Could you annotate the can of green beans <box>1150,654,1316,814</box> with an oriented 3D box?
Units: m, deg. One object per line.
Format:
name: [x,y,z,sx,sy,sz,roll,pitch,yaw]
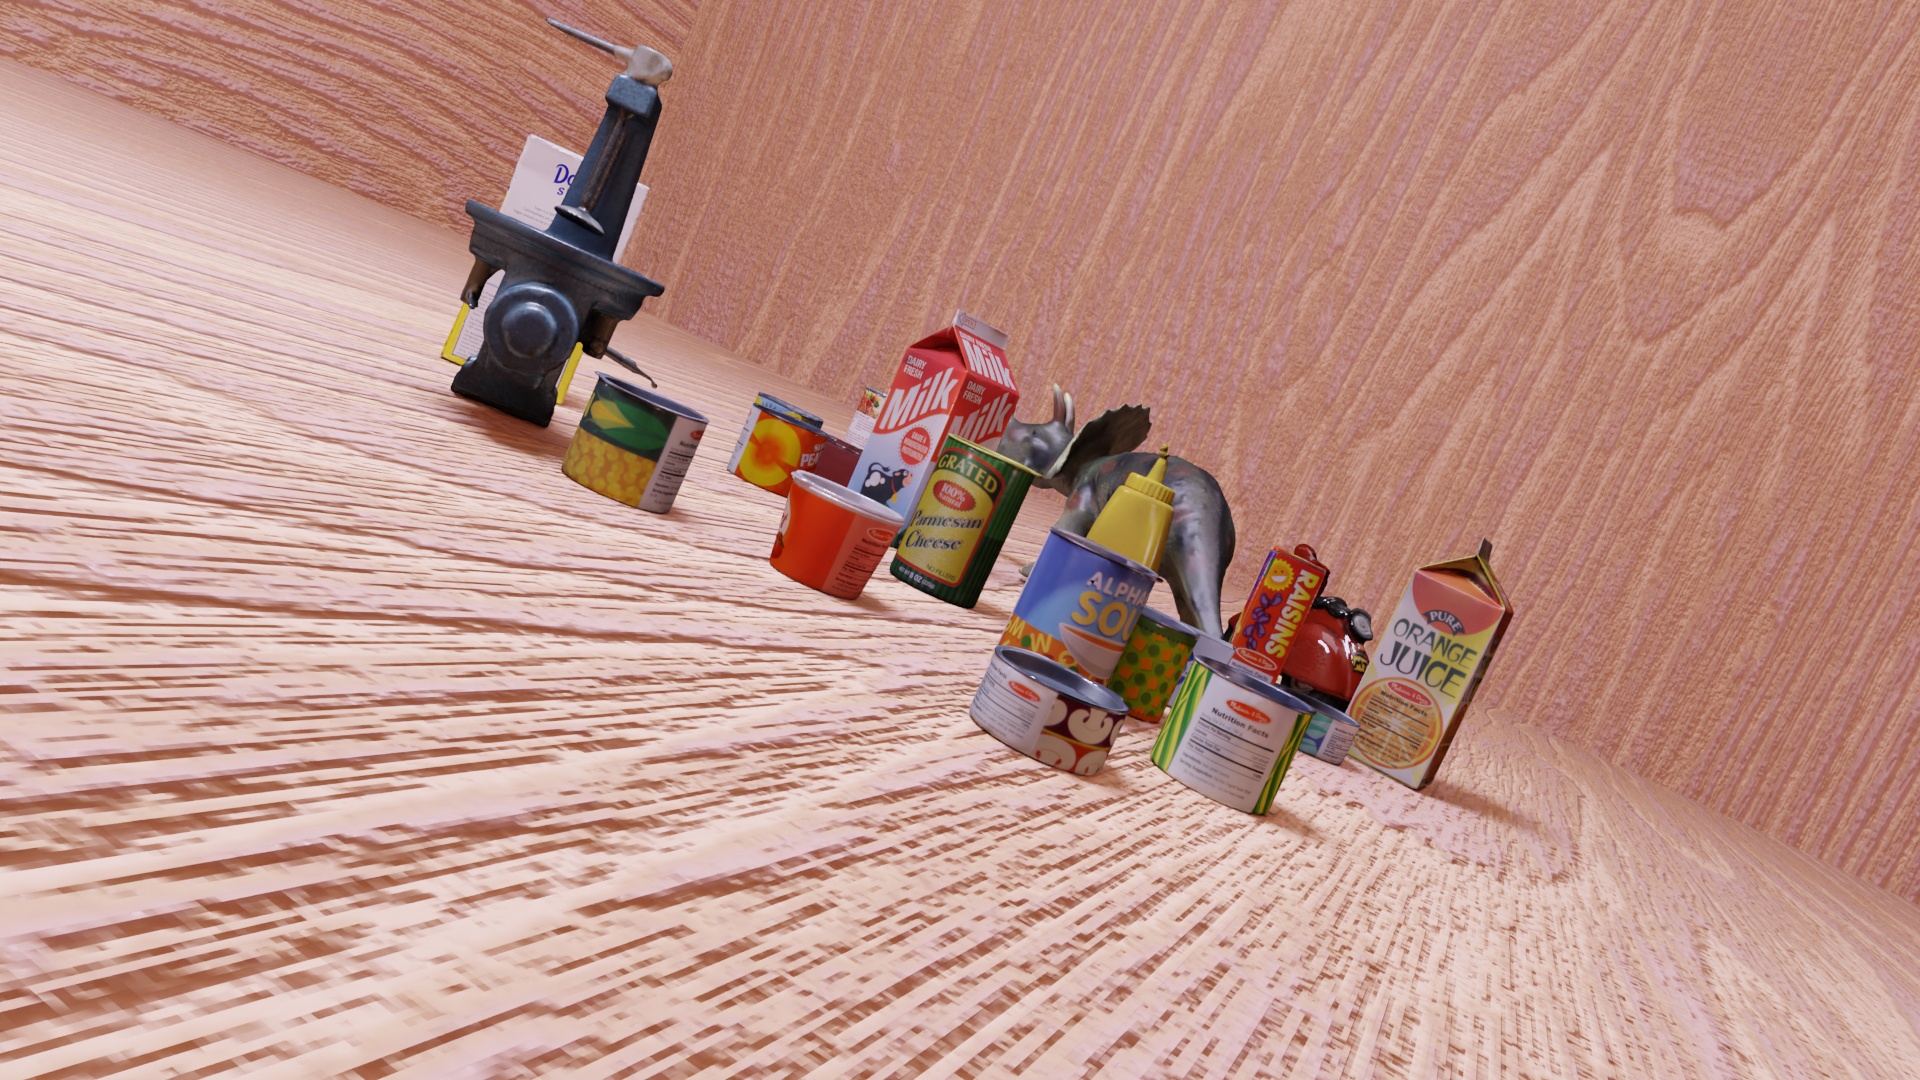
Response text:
can of green beans: [0.137,0.098,0.701,0.071,0.057,0.071,24,5,-2]

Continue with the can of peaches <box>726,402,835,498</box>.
can of peaches: [-0.144,-0.070,1.110,0.071,0.058,0.071,24,5,-2]

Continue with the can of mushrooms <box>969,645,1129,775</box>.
can of mushrooms: [0.041,0.076,0.622,0.071,0.033,0.071,24,5,-2]

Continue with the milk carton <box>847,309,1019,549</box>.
milk carton: [-0.018,-0.087,1.117,0.073,0.190,0.072,28,6,39]

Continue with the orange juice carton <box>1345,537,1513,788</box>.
orange juice carton: [0.361,0.087,1.059,0.073,0.192,0.072,27,5,27]

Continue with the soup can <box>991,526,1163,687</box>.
soup can: [0.065,0.044,0.771,0.071,0.083,0.071,24,5,-2]

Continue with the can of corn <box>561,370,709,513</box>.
can of corn: [-0.185,-0.055,0.782,0.071,0.058,0.071,24,5,-2]

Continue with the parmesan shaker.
parmesan shaker: [0.003,-0.012,0.944,0.071,0.103,0.071,24,5,-2]

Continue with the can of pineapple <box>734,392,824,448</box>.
can of pineapple: [-0.166,-0.097,1.278,0.071,0.058,0.071,24,5,-2]

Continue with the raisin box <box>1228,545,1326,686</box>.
raisin box: [0.211,0.067,0.974,0.040,0.123,0.086,25,5,10]

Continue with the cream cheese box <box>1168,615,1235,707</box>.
cream cheese box: [0.122,0.072,0.911,0.104,0.053,0.024,25,5,8]

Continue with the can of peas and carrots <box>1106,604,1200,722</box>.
can of peas and carrots: [0.099,0.067,0.826,0.071,0.058,0.071,24,5,-2]

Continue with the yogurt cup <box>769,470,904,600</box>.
yogurt cup: [-0.072,-0.002,0.779,0.072,0.054,0.072,24,5,-2]

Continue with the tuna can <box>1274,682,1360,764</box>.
tuna can: [0.247,0.131,0.996,0.071,0.033,0.071,24,5,-2]

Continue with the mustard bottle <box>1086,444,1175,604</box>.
mustard bottle: [0.133,0.000,1.093,0.065,0.160,0.049,26,5,17]
